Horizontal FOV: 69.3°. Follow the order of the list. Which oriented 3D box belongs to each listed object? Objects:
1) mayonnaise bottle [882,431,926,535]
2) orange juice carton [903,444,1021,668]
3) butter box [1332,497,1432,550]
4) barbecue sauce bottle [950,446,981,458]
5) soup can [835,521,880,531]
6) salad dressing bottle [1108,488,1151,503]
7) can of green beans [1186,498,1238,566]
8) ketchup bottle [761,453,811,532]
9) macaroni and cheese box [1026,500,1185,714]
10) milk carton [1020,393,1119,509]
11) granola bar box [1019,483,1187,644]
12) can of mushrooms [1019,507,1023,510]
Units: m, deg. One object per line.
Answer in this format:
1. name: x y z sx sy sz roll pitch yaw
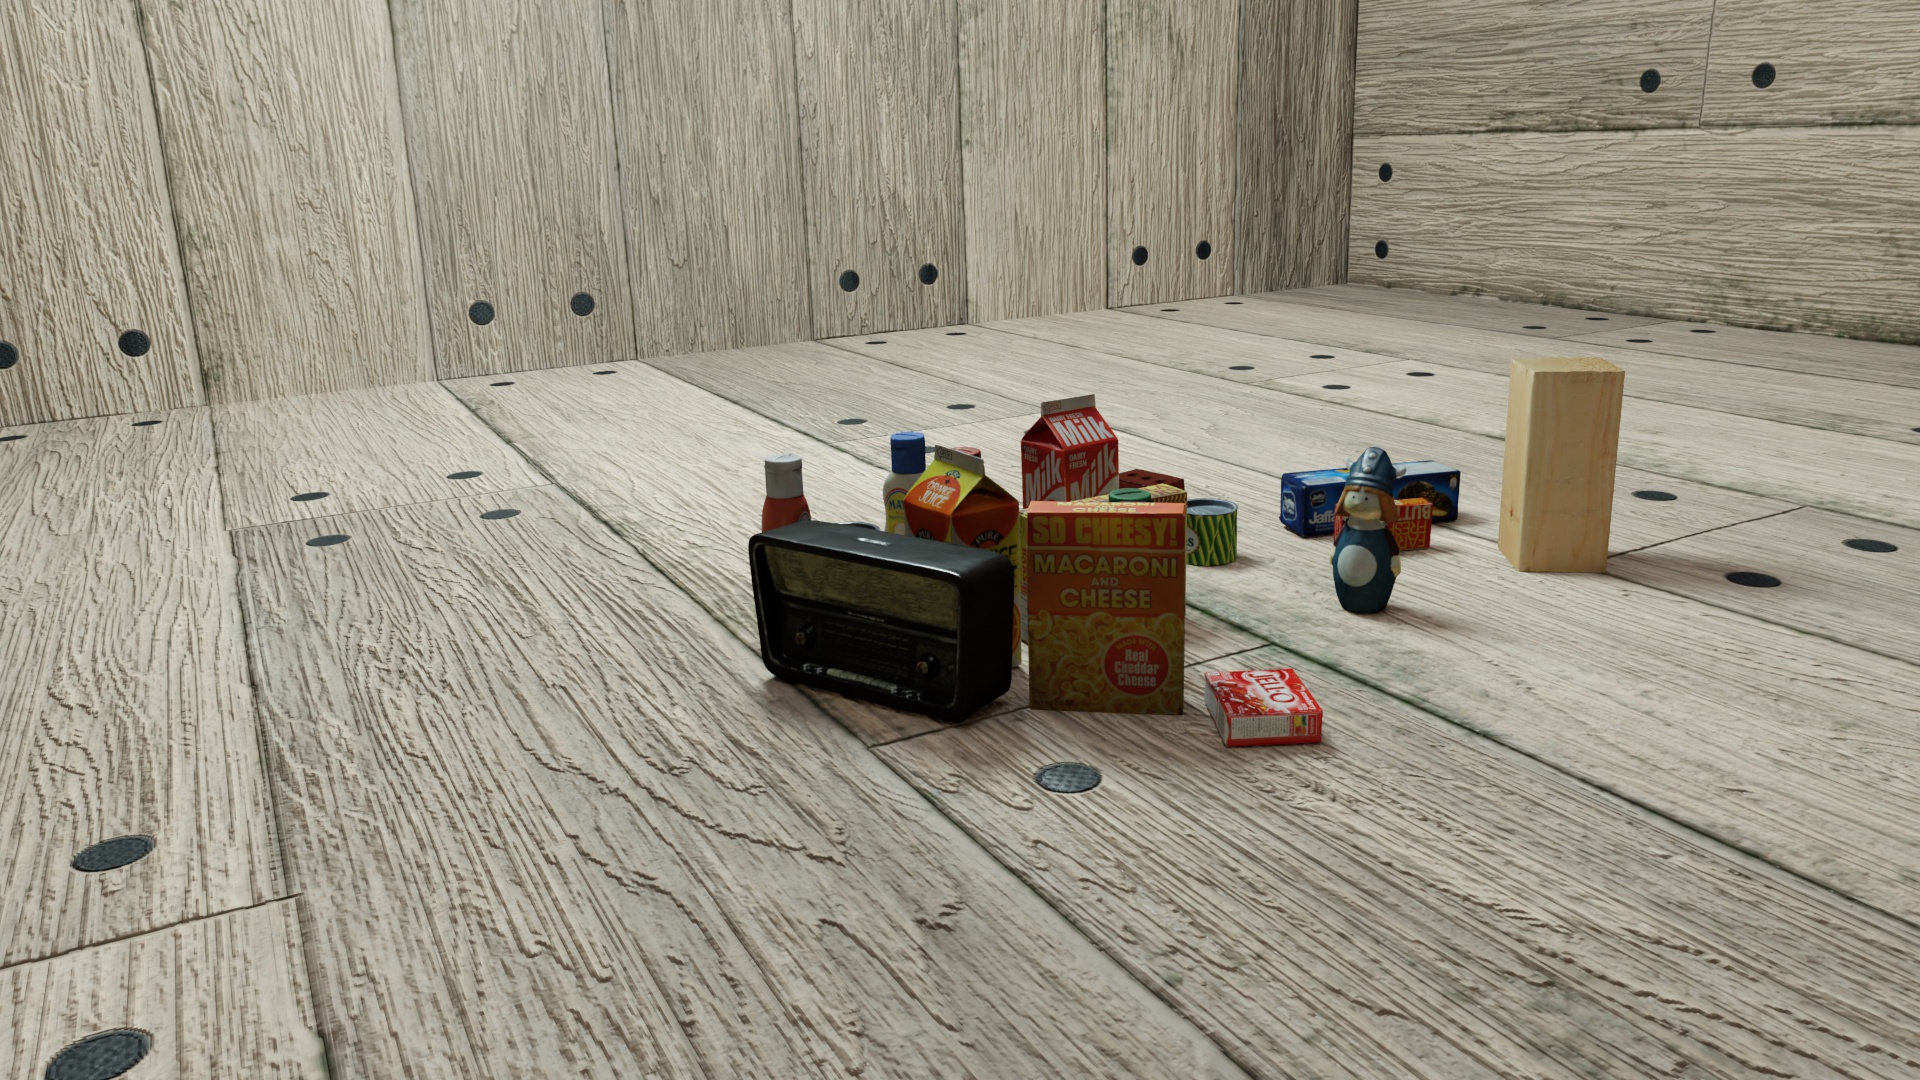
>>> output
1. mayonnaise bottle: -0.053 -0.038 1.454 0.065 0.147 0.041 7 18 29
2. orange juice carton: 0.002 0.017 1.186 0.073 0.192 0.072 -13 19 -33
3. butter box: 0.452 -0.015 1.487 0.103 0.053 0.024 -4 16 -9
4. barbecue sauce bottle: 0.005 -0.017 1.377 0.044 0.148 0.065 -16 21 -40
5. soup can: -0.111 0.030 1.345 0.071 0.083 0.071 -2 16 1
6. salad dressing bottle: 0.146 0.030 1.206 0.064 0.147 0.044 -8 17 -19
7. can of green beans: 0.262 -0.009 1.480 0.071 0.057 0.071 -2 16 1
8. ketchup bottle: -0.172 -0.010 1.372 0.043 0.148 0.065 5 17 22
9. macaroni and cheese box: 0.115 0.052 1.100 0.124 0.166 0.040 1 16 9
10. milk carton: 0.111 -0.051 1.405 0.072 0.190 0.073 -13 19 -33
11. granola bar box: 0.130 0.022 1.273 0.166 0.123 0.039 -10 18 -27
12. can of mushrooms: 0.057 -0.013 1.558 0.071 0.033 0.071 -2 17 1
